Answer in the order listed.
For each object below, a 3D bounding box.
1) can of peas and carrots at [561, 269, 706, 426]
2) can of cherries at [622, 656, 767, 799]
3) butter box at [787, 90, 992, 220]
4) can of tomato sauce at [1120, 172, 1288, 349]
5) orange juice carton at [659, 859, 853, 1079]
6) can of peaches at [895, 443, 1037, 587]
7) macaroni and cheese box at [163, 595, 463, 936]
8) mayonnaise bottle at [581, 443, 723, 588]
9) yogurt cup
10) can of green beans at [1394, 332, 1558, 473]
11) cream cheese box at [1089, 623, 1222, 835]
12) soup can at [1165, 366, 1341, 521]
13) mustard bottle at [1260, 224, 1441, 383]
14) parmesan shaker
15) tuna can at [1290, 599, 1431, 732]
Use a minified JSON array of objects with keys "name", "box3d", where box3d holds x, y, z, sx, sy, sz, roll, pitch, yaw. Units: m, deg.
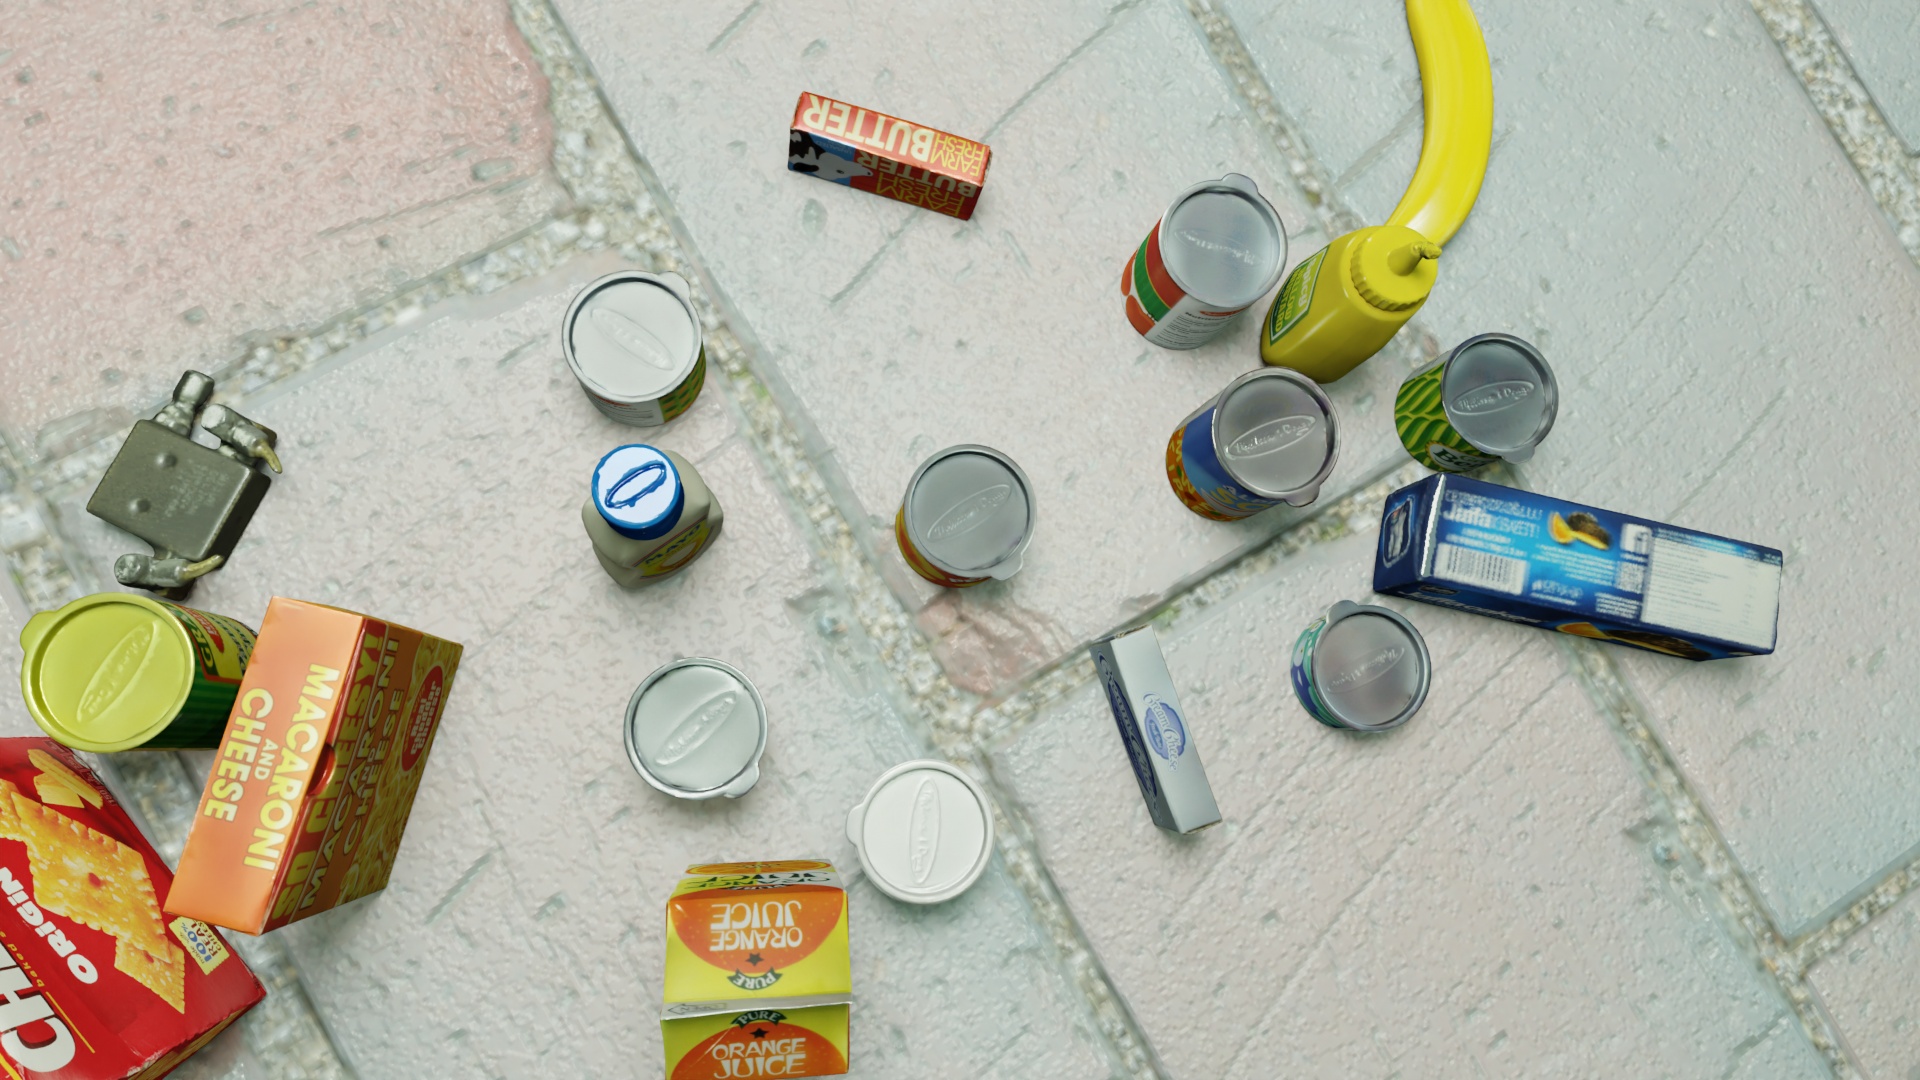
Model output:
[{"name":"can of peas and carrots","box3d":[-0.160,-0.096,0.694,0.071,0.058,0.071,1,82,-8]},{"name":"can of cherries","box3d":[-0.125,0.093,0.671,0.071,0.058,0.071,1,82,-8]},{"name":"butter box","box3d":[-0.038,-0.201,0.729,0.103,0.053,0.024,15,80,-6]},{"name":"can of tomato sauce","box3d":[0.125,-0.144,0.728,0.071,0.083,0.071,1,82,-8]},{"name":"orange juice carton","box3d":[-0.086,0.182,0.594,0.072,0.192,0.073,-1,82,-8]},{"name":"can of peaches","box3d":[0.003,-0.009,0.704,0.071,0.058,0.071,1,82,-8]},{"name":"macaroni and cheese box","box3d":[-0.267,0.093,0.596,0.040,0.166,0.124,15,80,-5]},{"name":"mayonnaise bottle","box3d":[-0.143,-0.012,0.638,0.065,0.148,0.041,-36,88,-11]},{"name":"yogurt cup","box3d":[-0.020,0.141,0.681,0.072,0.054,0.072,1,82,-8]},{"name":"can of green beans","box3d":[0.278,-0.073,0.752,0.071,0.057,0.071,1,82,-8]},{"name":"cream cheese box","box3d":[0.097,0.096,0.704,0.024,0.053,0.104,-19,85,-10]},{"name":"soup can","box3d":[0.149,-0.045,0.717,0.071,0.083,0.071,1,82,-8]},{"name":"mustard bottle","box3d":[0.199,-0.124,0.696,0.049,0.160,0.065,20,80,-5]},{"name":"parmesan shaker","box3d":[-0.359,0.059,0.620,0.071,0.103,0.071,1,82,-8]},{"name":"tuna can","box3d":[0.210,0.066,0.735,0.071,0.032,0.071,1,82,-8]}]
